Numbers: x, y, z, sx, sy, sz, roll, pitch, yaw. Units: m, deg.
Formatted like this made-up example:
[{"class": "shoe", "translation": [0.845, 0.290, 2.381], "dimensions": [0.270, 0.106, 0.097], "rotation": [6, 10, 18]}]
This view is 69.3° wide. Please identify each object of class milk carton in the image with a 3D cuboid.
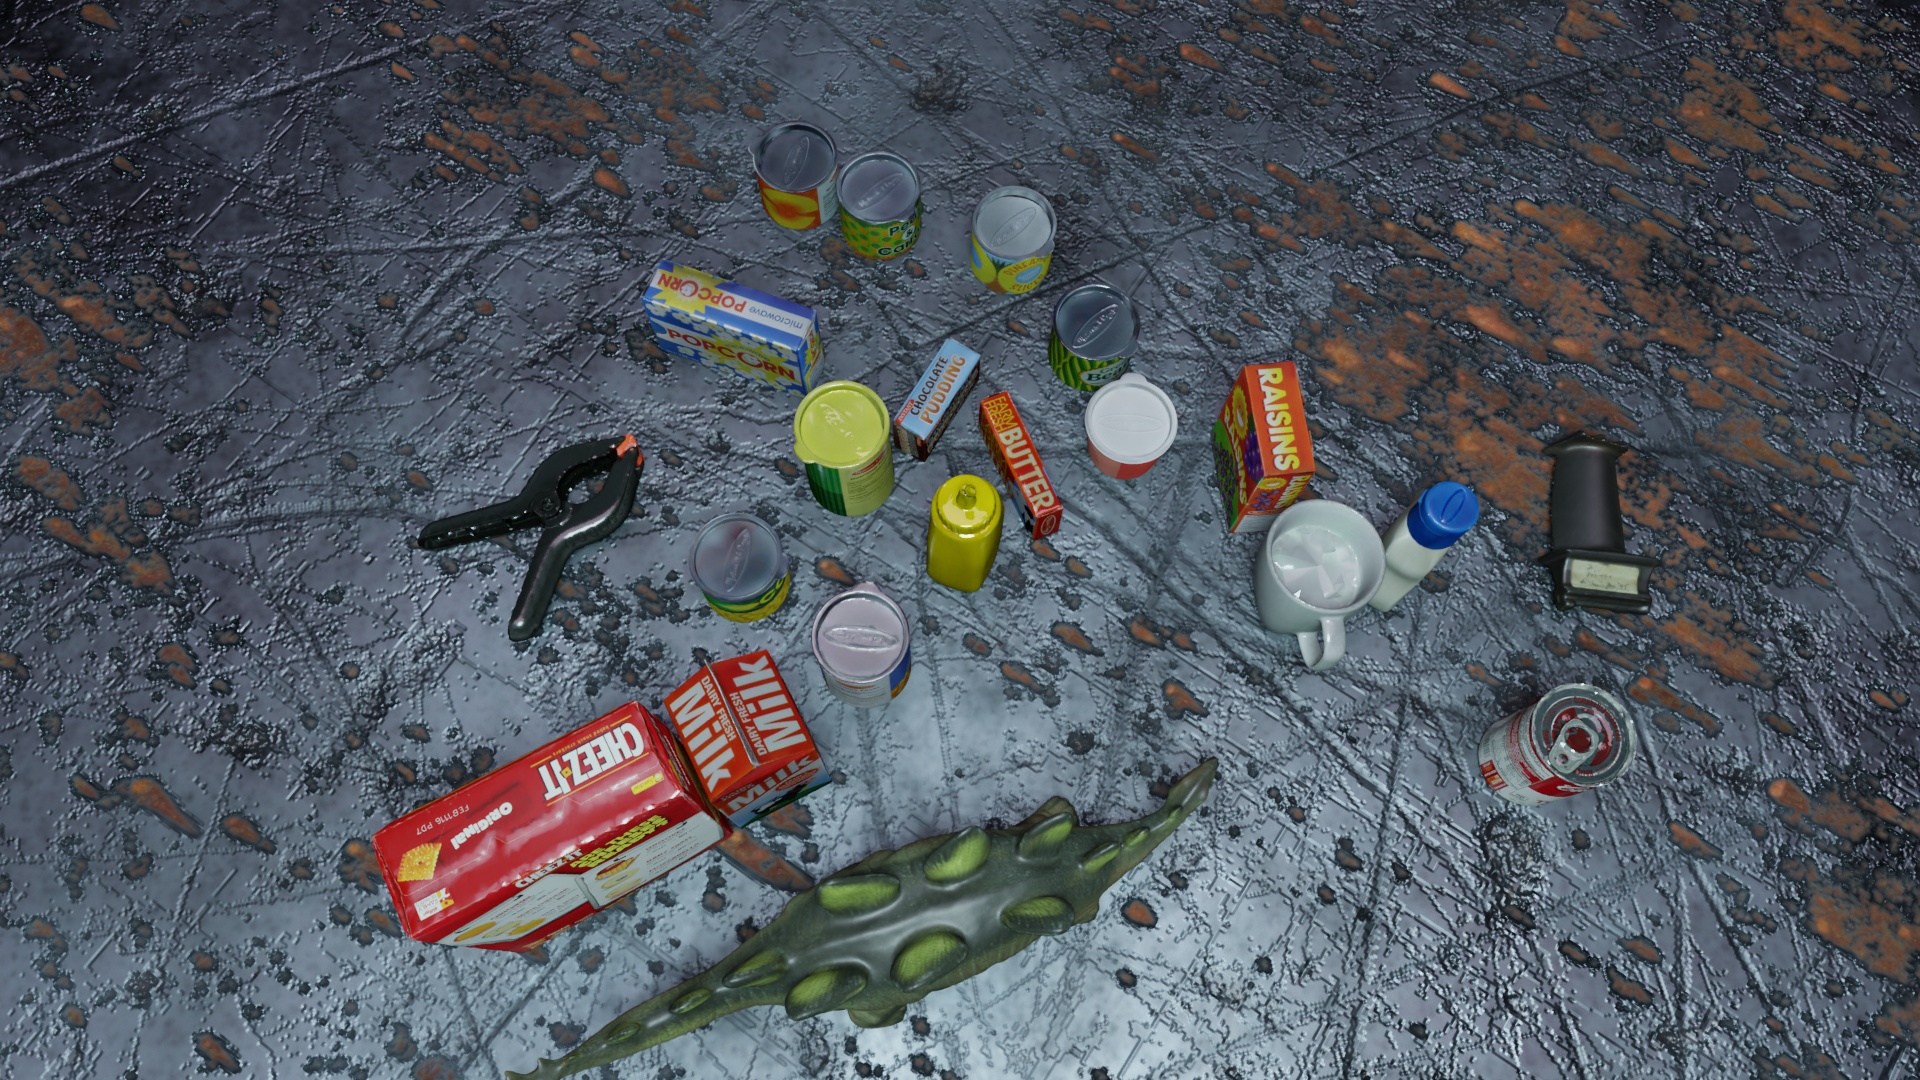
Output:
[{"class": "milk carton", "translation": [-0.136, 0.128, 0.893], "dimensions": [0.073, 0.190, 0.072], "rotation": [-26, 74, -9]}]

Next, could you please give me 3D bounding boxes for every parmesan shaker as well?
[{"class": "parmesan shaker", "translation": [-0.085, -0.063, 1.007], "dimensions": [0.071, 0.102, 0.071], "rotation": [0, 71, -1]}]

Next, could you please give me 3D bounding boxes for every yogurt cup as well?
[{"class": "yogurt cup", "translation": [0.125, -0.080, 1.043], "dimensions": [0.072, 0.053, 0.072], "rotation": [0, 71, -1]}]

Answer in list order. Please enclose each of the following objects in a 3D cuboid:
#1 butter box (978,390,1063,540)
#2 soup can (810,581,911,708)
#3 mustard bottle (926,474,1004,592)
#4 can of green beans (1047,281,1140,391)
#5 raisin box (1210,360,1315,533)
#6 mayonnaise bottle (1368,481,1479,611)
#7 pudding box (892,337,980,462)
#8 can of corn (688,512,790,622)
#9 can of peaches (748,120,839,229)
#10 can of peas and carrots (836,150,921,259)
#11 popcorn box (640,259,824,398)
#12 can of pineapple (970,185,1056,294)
[{"class": "butter box", "translation": [0.044, -0.055, 1.033], "dimensions": [0.024, 0.053, 0.104], "rotation": [-22, 73, -8]}, {"class": "soup can", "translation": [-0.067, 0.074, 0.969], "dimensions": [0.071, 0.083, 0.071], "rotation": [0, 71, -1]}, {"class": "mustard bottle", "translation": [0.003, -0.012, 0.961], "dimensions": [0.049, 0.159, 0.065], "rotation": [18, 72, 5]}, {"class": "can of green beans", "translation": [0.101, -0.155, 1.067], "dimensions": [0.071, 0.057, 0.071], "rotation": [0, 71, -1]}, {"class": "raisin box", "translation": [0.217, -0.064, 1.002], "dimensions": [0.040, 0.123, 0.086], "rotation": [-5, 71, -2]}, {"class": "mayonnaise bottle", "translation": [0.318, 0.002, 0.968], "dimensions": [0.041, 0.147, 0.065], "rotation": [33, 74, 10]}, {"class": "pudding box", "translation": [-0.018, -0.107, 1.052], "dimensions": [0.030, 0.049, 0.084], "rotation": [30, 73, 9]}, {"class": "can of corn", "translation": [-0.155, 0.021, 1.000], "dimensions": [0.071, 0.058, 0.071], "rotation": [0, 71, -1]}, {"class": "can of peaches", "translation": [-0.132, -0.292, 1.110], "dimensions": [0.071, 0.058, 0.071], "rotation": [0, 71, -1]}, {"class": "can of peas and carrots", "translation": [-0.062, -0.264, 1.101], "dimensions": [0.071, 0.058, 0.071], "rotation": [0, 71, -1]}, {"class": "popcorn box", "translation": [-0.169, -0.158, 1.048], "dimensions": [0.127, 0.085, 0.038], "rotation": [19, 72, 6]}, {"class": "can of pineapple", "translation": [0.042, -0.234, 1.093], "dimensions": [0.071, 0.057, 0.071], "rotation": [0, 71, -1]}]
